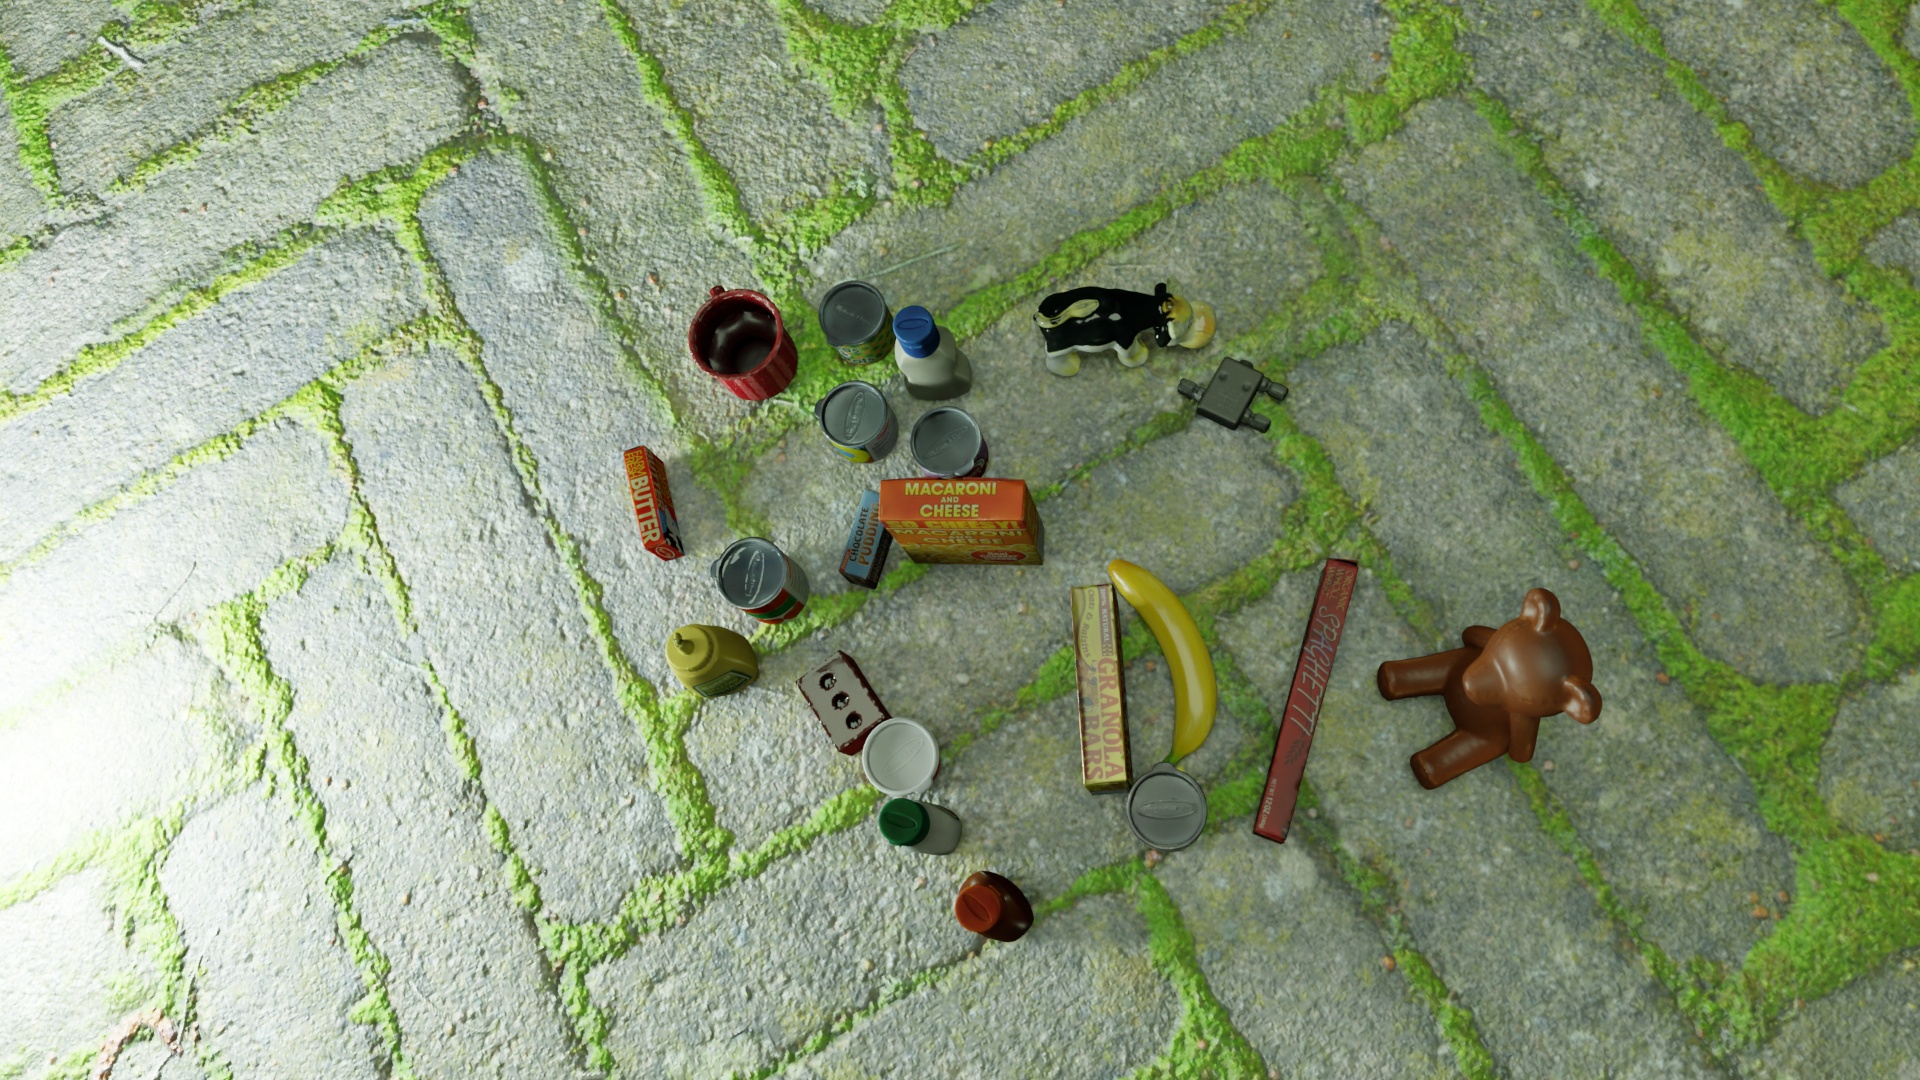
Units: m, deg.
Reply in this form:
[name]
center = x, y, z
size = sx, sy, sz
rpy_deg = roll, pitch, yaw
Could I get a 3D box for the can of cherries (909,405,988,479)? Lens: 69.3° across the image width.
[can of cherries]
center = -0.009, -0.083, 1.298
size = 0.071, 0.058, 0.071
rpy_deg = -2, 75, 8

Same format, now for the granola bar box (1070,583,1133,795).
[granola bar box]
center = 0.122, 0.130, 1.187
size = 0.039, 0.124, 0.166
rpy_deg = -5, 75, 8

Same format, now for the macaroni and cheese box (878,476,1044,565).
[macaroni and cheese box]
center = 0.004, -0.015, 1.222
size = 0.124, 0.166, 0.040
rpy_deg = 0, 76, 9

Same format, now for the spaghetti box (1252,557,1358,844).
[spaghetti box]
center = 0.298, 0.136, 1.197
size = 0.029, 0.050, 0.250
rpy_deg = 15, 78, 12

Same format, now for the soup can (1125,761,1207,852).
[soup can]
center = 0.175, 0.227, 1.175
size = 0.071, 0.083, 0.071
rpy_deg = -2, 75, 8

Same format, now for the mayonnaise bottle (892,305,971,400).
[mayonnaise bottle]
center = -0.030, -0.171, 1.278
size = 0.065, 0.148, 0.041
rpy_deg = -7, 75, 7

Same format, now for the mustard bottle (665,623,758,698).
[mustard bottle]
center = -0.227, 0.104, 1.229
size = 0.065, 0.160, 0.049
rpy_deg = -24, 74, 2

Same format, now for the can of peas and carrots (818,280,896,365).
[can of peas and carrots]
center = -0.100, -0.208, 1.345
size = 0.071, 0.058, 0.071
rpy_deg = -2, 75, 8

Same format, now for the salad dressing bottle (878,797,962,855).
[salad dressing bottle]
center = -0.036, 0.240, 1.170
size = 0.064, 0.147, 0.044
rpy_deg = 15, 79, 12

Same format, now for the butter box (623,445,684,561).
[butter box]
center = -0.294, -0.035, 1.332
size = 0.024, 0.053, 0.104
rpy_deg = -18, 74, 4

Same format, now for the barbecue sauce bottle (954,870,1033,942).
[barbecue sauce bottle]
center = 0.025, 0.302, 1.144
size = 0.044, 0.148, 0.065
rpy_deg = -46, 74, -4

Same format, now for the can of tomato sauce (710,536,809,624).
[can of tomato sauce]
center = -0.183, 0.039, 1.280
size = 0.071, 0.083, 0.071
rpy_deg = -2, 75, 8

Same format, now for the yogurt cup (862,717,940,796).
[yogurt cup]
center = -0.049, 0.194, 1.233
size = 0.072, 0.054, 0.072
rpy_deg = -2, 75, 8

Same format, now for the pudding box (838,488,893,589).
[pudding box]
center = -0.084, -0.001, 1.293
size = 0.030, 0.049, 0.084
rpy_deg = 16, 78, 12

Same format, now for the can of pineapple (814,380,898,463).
[can of pineapple]
center = -0.097, -0.113, 1.320
size = 0.071, 0.057, 0.071
rpy_deg = -2, 75, 8
